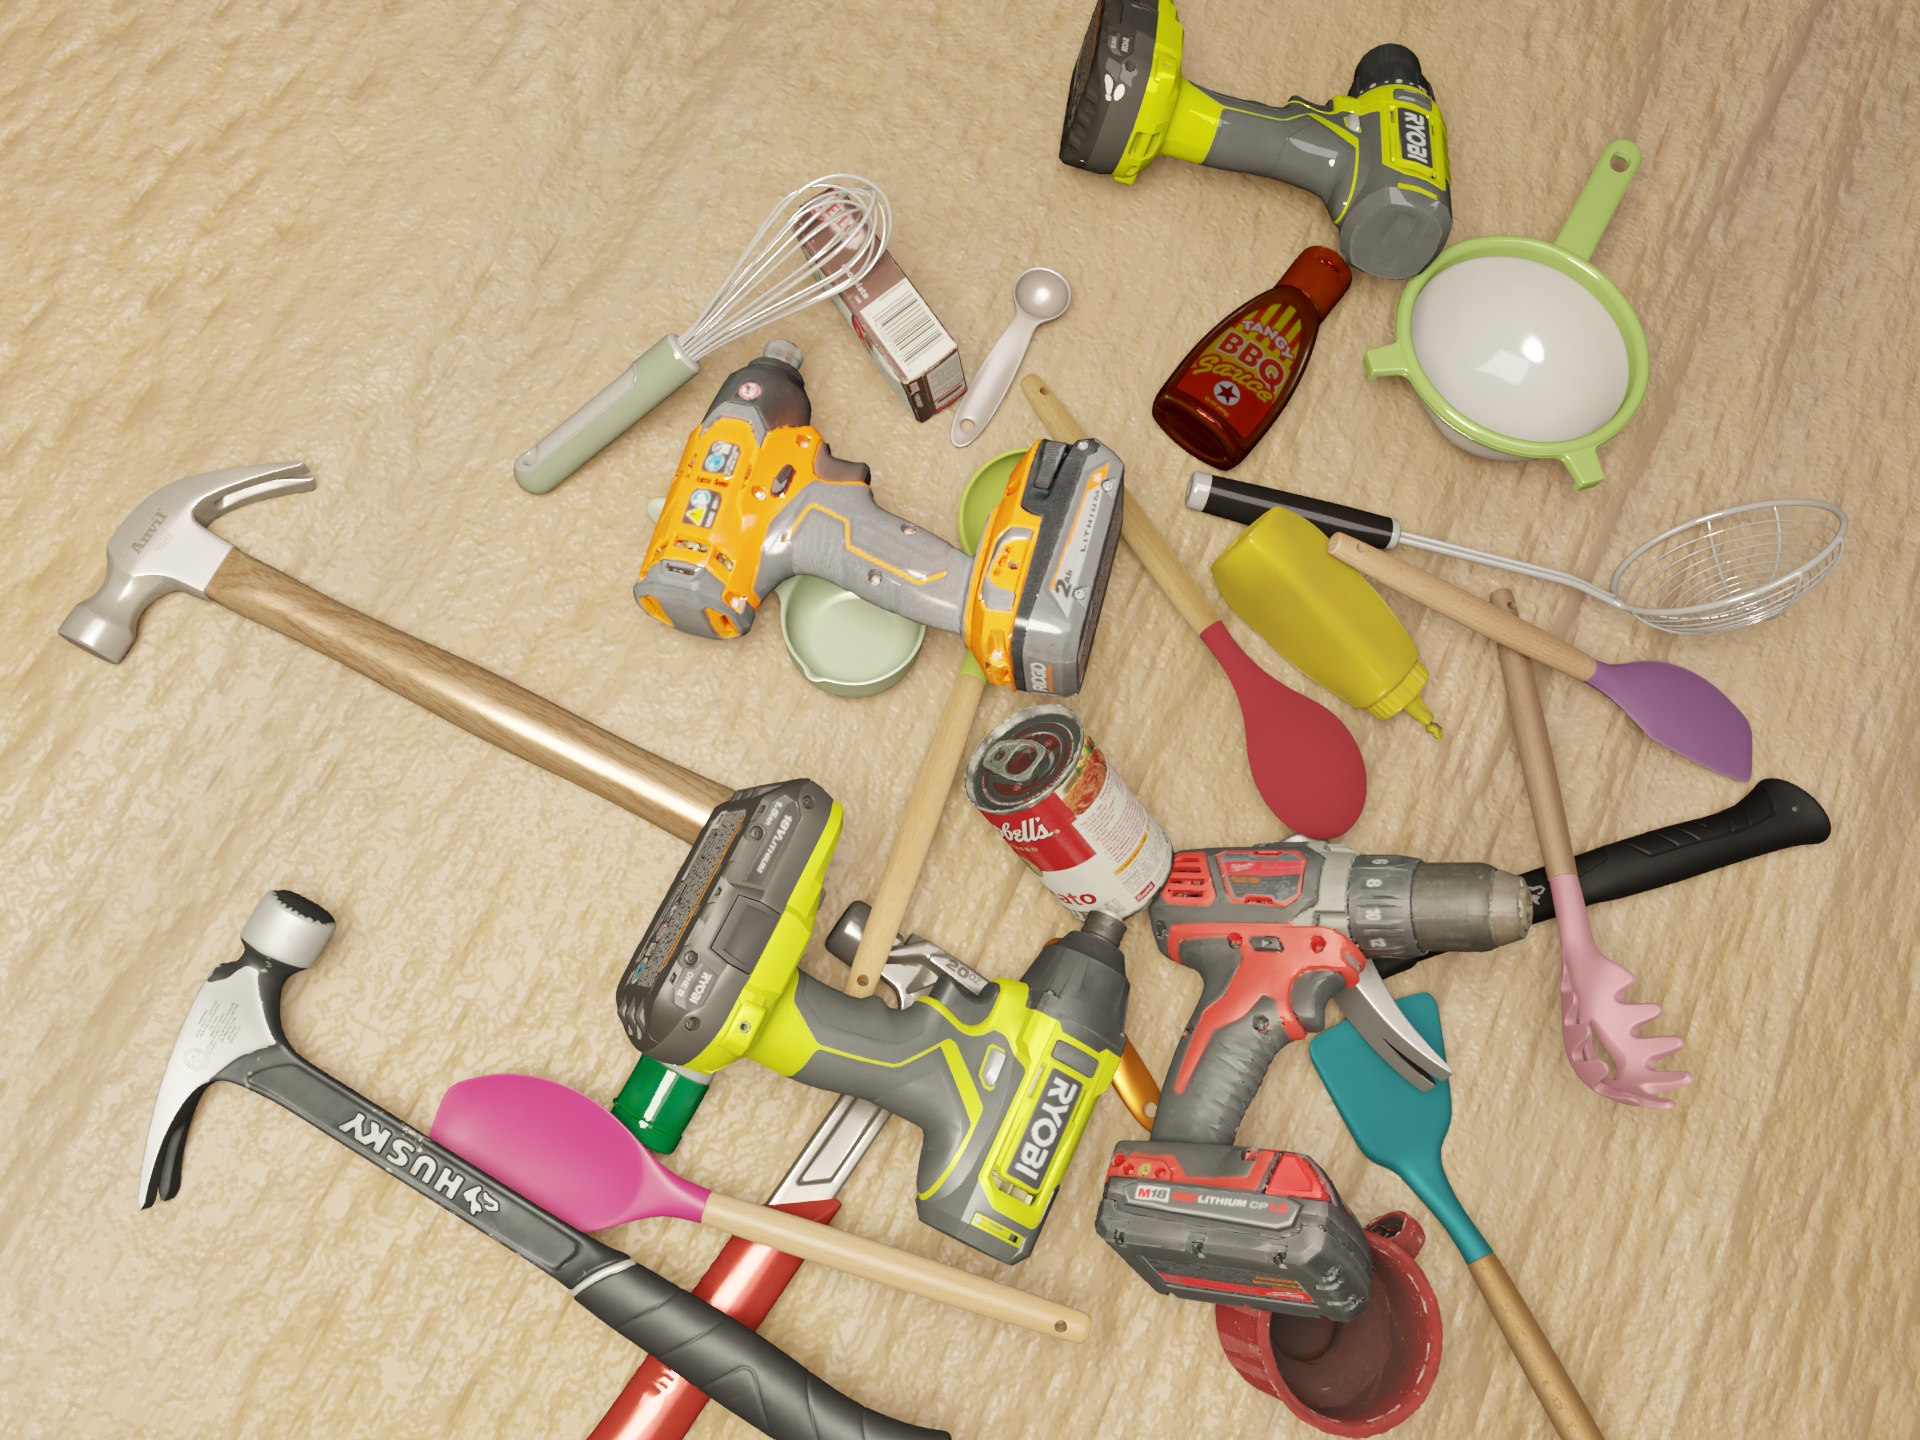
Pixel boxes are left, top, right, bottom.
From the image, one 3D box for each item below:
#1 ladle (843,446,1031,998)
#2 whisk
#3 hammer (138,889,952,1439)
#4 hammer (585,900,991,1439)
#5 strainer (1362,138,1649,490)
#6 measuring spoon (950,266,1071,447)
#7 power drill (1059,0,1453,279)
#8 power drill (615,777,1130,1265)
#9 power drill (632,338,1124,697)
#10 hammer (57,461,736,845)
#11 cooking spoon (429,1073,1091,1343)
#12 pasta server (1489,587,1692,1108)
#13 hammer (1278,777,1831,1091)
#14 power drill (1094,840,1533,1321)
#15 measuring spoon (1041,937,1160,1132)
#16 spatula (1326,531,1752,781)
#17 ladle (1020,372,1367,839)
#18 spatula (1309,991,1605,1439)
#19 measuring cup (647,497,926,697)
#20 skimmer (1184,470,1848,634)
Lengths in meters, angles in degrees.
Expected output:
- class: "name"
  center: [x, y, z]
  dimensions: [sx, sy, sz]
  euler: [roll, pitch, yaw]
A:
- class: "ladle"
  center: [-0.001, -0.003, 0.823]
  dimensions: [0.078, 0.062, 0.320]
  euler: [19, 67, 2]
- class: "whisk"
  center: [-0.136, -0.194, 0.817]
  dimensions: [0.246, 0.059, 0.058]
  euler: [-35, 47, 13]
- class: "hammer"
  center: [-0.180, 0.243, 0.711]
  dimensions: [0.409, 0.036, 0.149]
  euler: [31, 86, 5]
- class: "hammer"
  center: [-0.092, 0.269, 0.760]
  dimensions: [0.149, 0.036, 0.359]
  euler: [36, 71, 0]
- class: "strainer"
  center: [0.351, -0.251, 0.971]
  dimensions: [0.151, 0.069, 0.256]
  euler: [30, 68, 7]
- class: "measuring spoon"
  center: [0.026, -0.208, 0.924]
  dimensions: [0.034, 0.018, 0.124]
  euler: [28, 79, 2]
- class: "power drill"
  center: [0.184, -0.367, 0.952]
  dimensions: [0.228, 0.080, 0.191]
  euler: [15, 53, -7]
- class: "power drill"
  center: [-0.028, 0.127, 0.737]
  dimensions: [0.223, 0.080, 0.171]
  euler: [33, 71, -19]
- class: "power drill"
  center: [-0.035, -0.107, 0.803]
  dimensions: [0.226, 0.084, 0.164]
  euler: [12, 71, 9]
- class: "hammer"
  center: [-0.266, -0.024, 0.804]
  dimensions: [0.331, 0.031, 0.130]
  euler: [27, 72, -4]
- class: "cooking spoon"
  center: [-0.093, 0.233, 0.736]
  dimensions: [0.319, 0.017, 0.069]
  euler: [17, 84, 3]
- class: "pasta server"
  center: [0.327, 0.058, 0.862]
  dimensions: [0.060, 0.040, 0.316]
  euler: [11, 58, -19]
- class: "hammer"
  center: [0.347, 0.095, 0.887]
  dimensions: [0.334, 0.035, 0.146]
  euler: [-13, 65, -17]
- class: "power drill"
  center: [0.168, 0.158, 0.757]
  dimensions: [0.188, 0.080, 0.227]
  euler: [-3, 52, 30]
- class: "measuring spoon"
  center: [0.078, 0.166, 0.834]
  dimensions: [0.021, 0.011, 0.117]
  euler: [-29, 83, -17]
- class: "spatula"
  center: [0.339, -0.041, 0.909]
  dimensions: [0.315, 0.018, 0.060]
  euler: [22, 64, -19]
- class: "ladle"
  center: [0.124, -0.072, 0.883]
  dimensions: [0.069, 0.031, 0.315]
  euler: [-27, 74, -25]
- class: "spatula"
  center: [0.279, 0.294, 0.802]
  dimensions: [0.082, 0.044, 0.318]
  euler: [-17, 63, -19]
- class: "measuring cup"
  center: [-0.095, -0.071, 0.853]
  dimensions: [0.167, 0.038, 0.083]
  euler: [30, 73, 9]
- class: "skimmer"
  center: [0.316, -0.121, 0.916]
  dimensions: [0.363, 0.127, 0.090]
  euler: [13, 112, -3]
